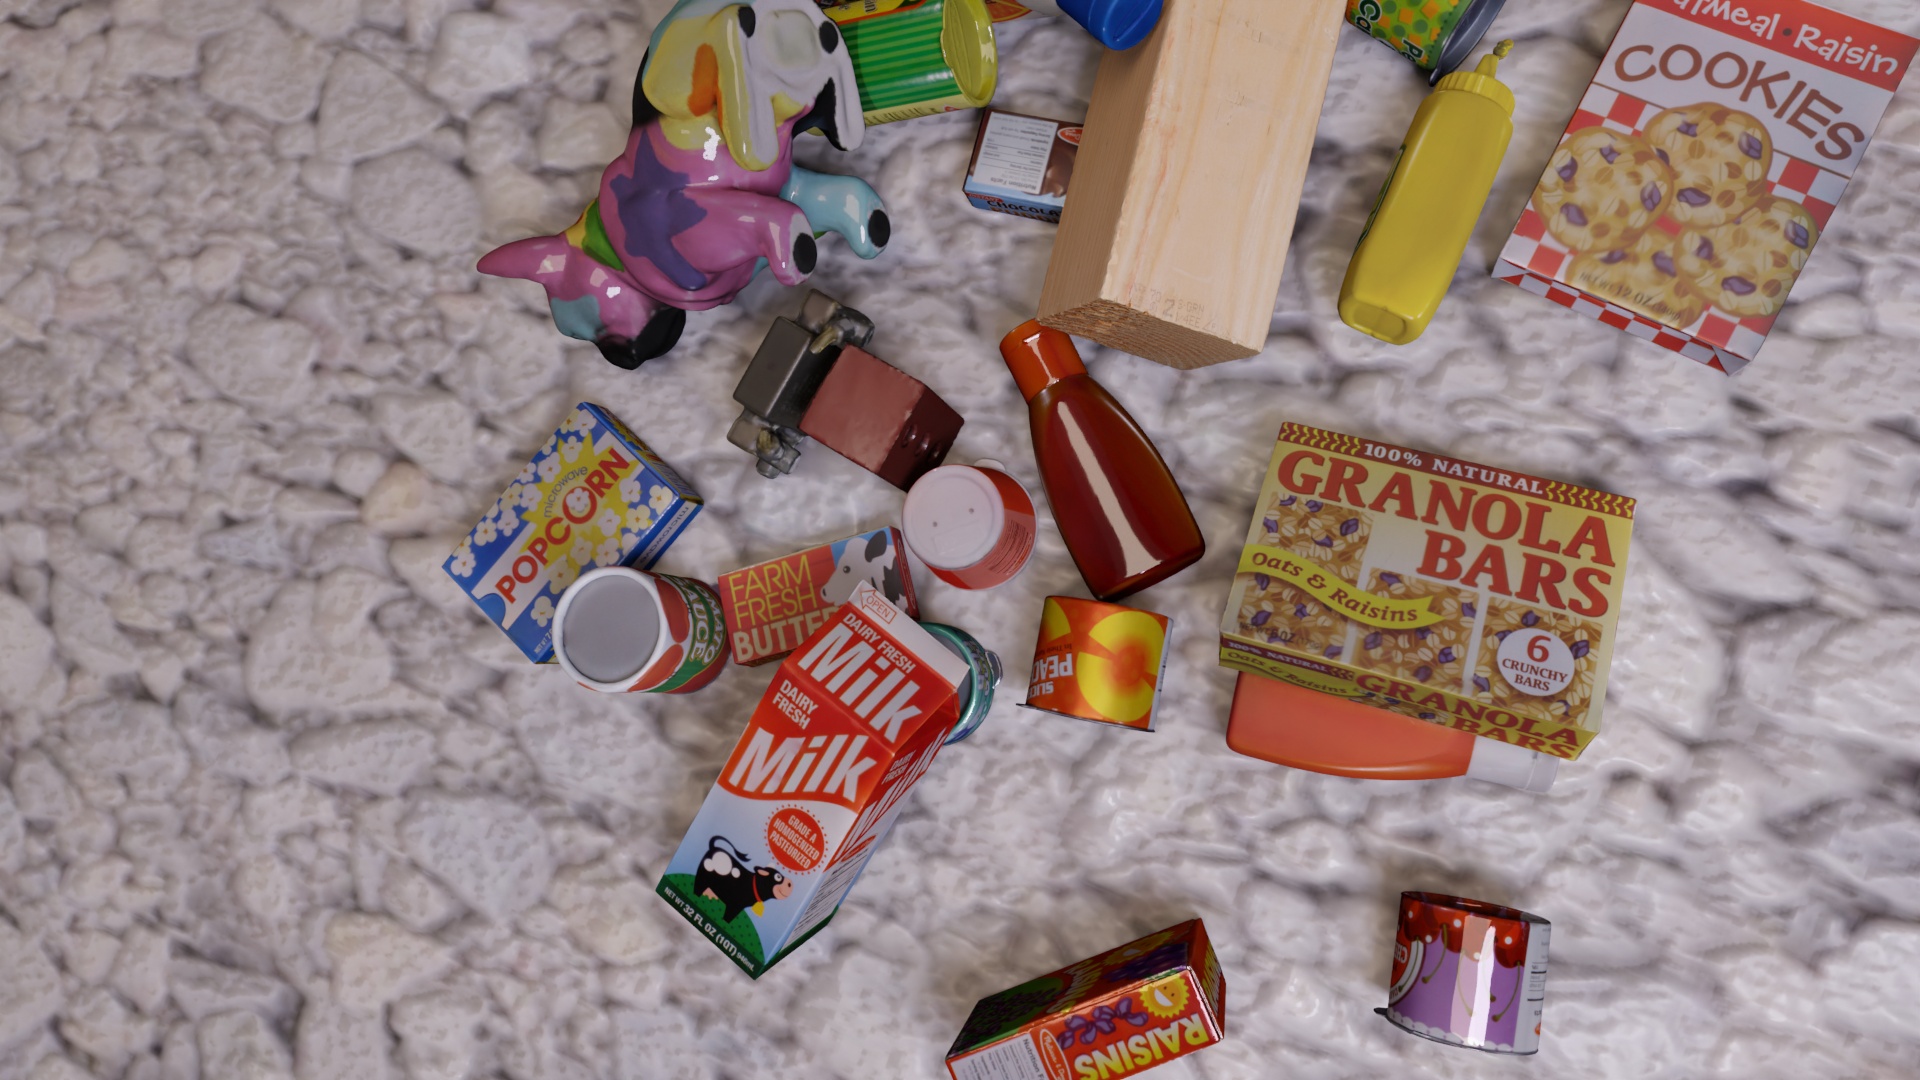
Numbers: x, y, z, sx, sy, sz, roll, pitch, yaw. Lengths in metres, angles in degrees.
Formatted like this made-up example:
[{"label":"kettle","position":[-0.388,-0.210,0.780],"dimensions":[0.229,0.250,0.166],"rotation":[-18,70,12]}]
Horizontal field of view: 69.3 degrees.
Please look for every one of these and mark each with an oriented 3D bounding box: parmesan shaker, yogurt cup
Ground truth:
[{"label":"parmesan shaker","position":[-0.041,-0.259,0.750],"dimensions":[0.103,0.071,0.071],"rotation":[-2,82,25]},{"label":"yogurt cup","position":[0.003,-0.009,0.724],"dimensions":[0.072,0.054,0.072],"rotation":[-2,83,14]}]

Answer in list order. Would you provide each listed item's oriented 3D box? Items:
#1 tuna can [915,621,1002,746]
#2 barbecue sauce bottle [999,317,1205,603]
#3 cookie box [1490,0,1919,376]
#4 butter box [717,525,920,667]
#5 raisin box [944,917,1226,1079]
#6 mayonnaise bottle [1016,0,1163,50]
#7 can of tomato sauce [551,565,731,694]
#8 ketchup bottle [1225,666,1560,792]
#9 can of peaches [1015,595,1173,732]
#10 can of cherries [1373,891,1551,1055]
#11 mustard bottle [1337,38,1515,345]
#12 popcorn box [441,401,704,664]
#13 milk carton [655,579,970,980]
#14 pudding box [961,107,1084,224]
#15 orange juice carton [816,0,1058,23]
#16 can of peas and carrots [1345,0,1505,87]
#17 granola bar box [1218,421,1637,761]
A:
[{"label":"tuna can","position":[-0.015,0.075,0.728],"dimensions":[0.071,0.033,0.071],"rotation":[-2,83,14]},{"label":"barbecue sauce bottle","position":[0.067,-0.045,0.718],"dimensions":[0.065,0.043,0.149],"rotation":[-26,77,4]},{"label":"cookie box","position":[0.353,-0.181,0.666],"dimensions":[0.123,0.040,0.167],"rotation":[28,91,16]},{"label":"butter box","position":[-0.077,0.031,0.753],"dimensions":[0.103,0.024,0.053],"rotation":[-16,79,11]},{"label":"raisin box","position":[0.062,0.227,0.660],"dimensions":[0.123,0.086,0.040],"rotation":[-24,84,10]},{"label":"mayonnaise bottle","position":[0.037,-0.289,0.668],"dimensions":[0.064,0.041,0.148],"rotation":[-47,62,13]},{"label":"can of tomato sauce","position":[-0.167,0.048,0.743],"dimensions":[0.071,0.083,0.071],"rotation":[-2,83,14]},{"label":"ketchup bottle","position":[0.206,0.086,0.665],"dimensions":[0.149,0.043,0.065],"rotation":[11,80,15]},{"label":"can of peaches","position":[0.067,0.061,0.690],"dimensions":[0.071,0.071,0.058],"rotation":[10,85,15]},{"label":"can of cherries","position":[0.228,0.195,0.633],"dimensions":[0.071,0.071,0.058],"rotation":[7,85,15]},{"label":"mustard bottle","position":[0.236,-0.178,0.685],"dimensions":[0.049,0.065,0.160],"rotation":[23,83,10]},{"label":"popcorn box","position":[-0.218,-0.004,0.787],"dimensions":[0.085,0.038,0.126],"rotation":[42,94,14]},{"label":"milk carton","position":[-0.067,0.115,0.687],"dimensions":[0.072,0.073,0.189],"rotation":[37,111,16]},{"label":"pudding box","position":[0.048,-0.199,0.750],"dimensions":[0.084,0.030,0.049],"rotation":[14,85,15]},{"label":"orange juice carton","position":[-0.045,-0.330,0.769],"dimensions":[0.193,0.072,0.073],"rotation":[-1,83,14]},{"label":"can of peas and carrots","position":[0.234,-0.273,0.695],"dimensions":[0.059,0.071,0.071],"rotation":[40,93,16]},{"label":"granola bar box","position":[0.217,0.020,0.652],"dimensions":[0.165,0.039,0.125],"rotation":[15,63,15]}]
